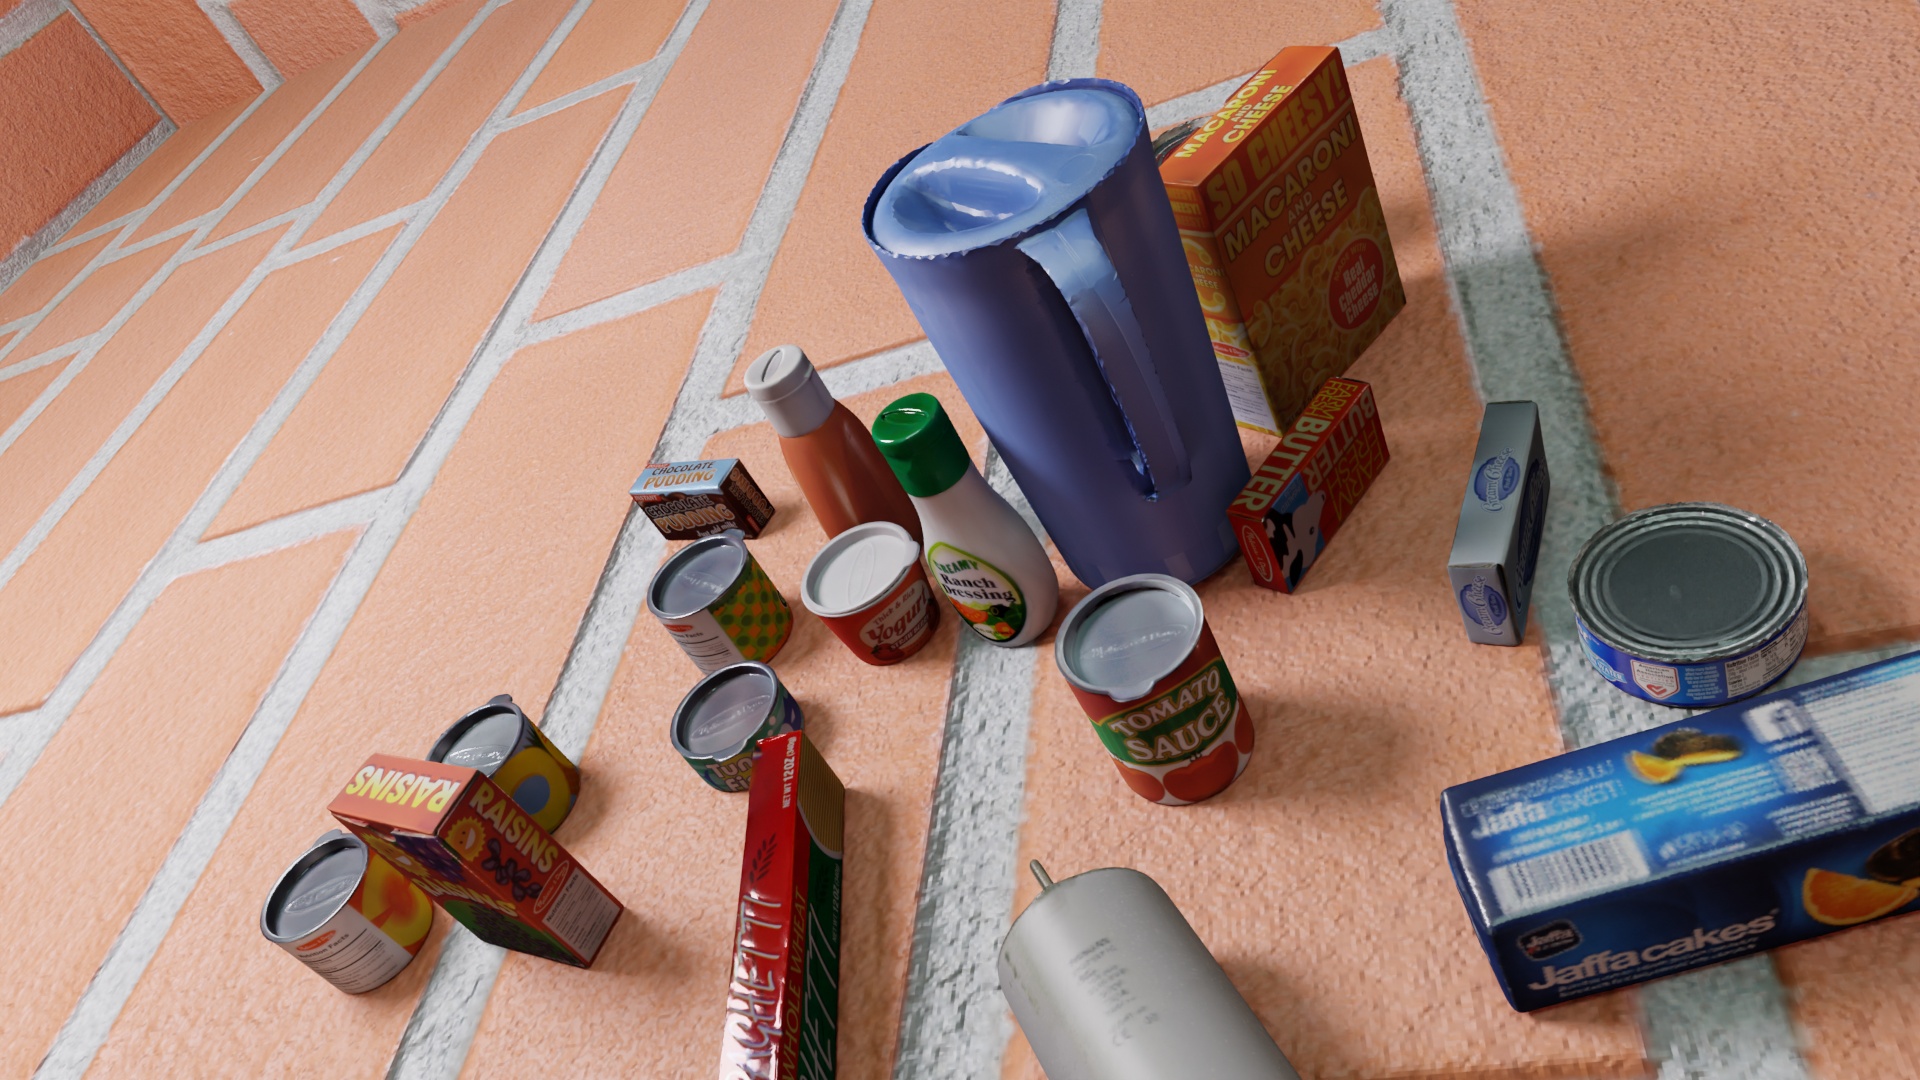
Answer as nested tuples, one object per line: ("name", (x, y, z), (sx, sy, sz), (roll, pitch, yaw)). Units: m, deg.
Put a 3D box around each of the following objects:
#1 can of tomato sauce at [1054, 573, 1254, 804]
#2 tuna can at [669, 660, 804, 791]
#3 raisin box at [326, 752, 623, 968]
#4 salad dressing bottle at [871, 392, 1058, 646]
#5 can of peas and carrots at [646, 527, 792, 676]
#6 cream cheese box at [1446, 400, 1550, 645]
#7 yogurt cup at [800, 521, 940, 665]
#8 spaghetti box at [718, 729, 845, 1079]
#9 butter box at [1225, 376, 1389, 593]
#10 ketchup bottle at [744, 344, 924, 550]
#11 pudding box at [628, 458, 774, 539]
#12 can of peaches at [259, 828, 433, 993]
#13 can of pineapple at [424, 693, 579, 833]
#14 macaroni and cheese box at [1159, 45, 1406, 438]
("can of tomato sauce", (0.088, 0.068, 0.611), (0.071, 0.082, 0.071), (-18, 39, 15))
("tuna can", (-0.120, 0.102, 0.749), (0.071, 0.032, 0.071), (-18, 39, 15))
("raisin box", (-0.238, 0.159, 0.687), (0.086, 0.123, 0.040), (1, 47, 35))
("salad dressing bottle", (0.003, -0.009, 0.701), (0.064, 0.147, 0.044), (5, 49, 37))
("can of peas and carrots", (-0.139, 0.037, 0.814), (0.071, 0.058, 0.071), (-18, 39, 15))
("cream cheese box", (0.243, -0.009, 0.621), (0.024, 0.053, 0.104), (0, 46, 33))
("yogurt cup", (-0.046, 0.031, 0.764), (0.072, 0.053, 0.073), (-18, 39, 15))
("spaghetti box", (-0.076, 0.193, 0.603), (0.028, 0.050, 0.251), (-20, 38, 14))
("butter box", (0.174, -0.029, 0.689), (0.024, 0.053, 0.104), (17, 57, 44))
("ketchup bottle", (-0.070, -0.044, 0.788), (0.043, 0.148, 0.065), (-10, 41, 24))
("pudding box", (-0.171, -0.027, 0.916), (0.083, 0.049, 0.030), (-1, 46, 33))
("can of peaches", (-0.331, 0.201, 0.754), (0.071, 0.058, 0.071), (-18, 39, 15))
("can of pineapple", (-0.257, 0.132, 0.784), (0.071, 0.057, 0.071), (-18, 39, 15))
("macaroni and cheese box", (0.173, -0.158, 0.744), (0.124, 0.165, 0.040), (-46, 40, -20))
